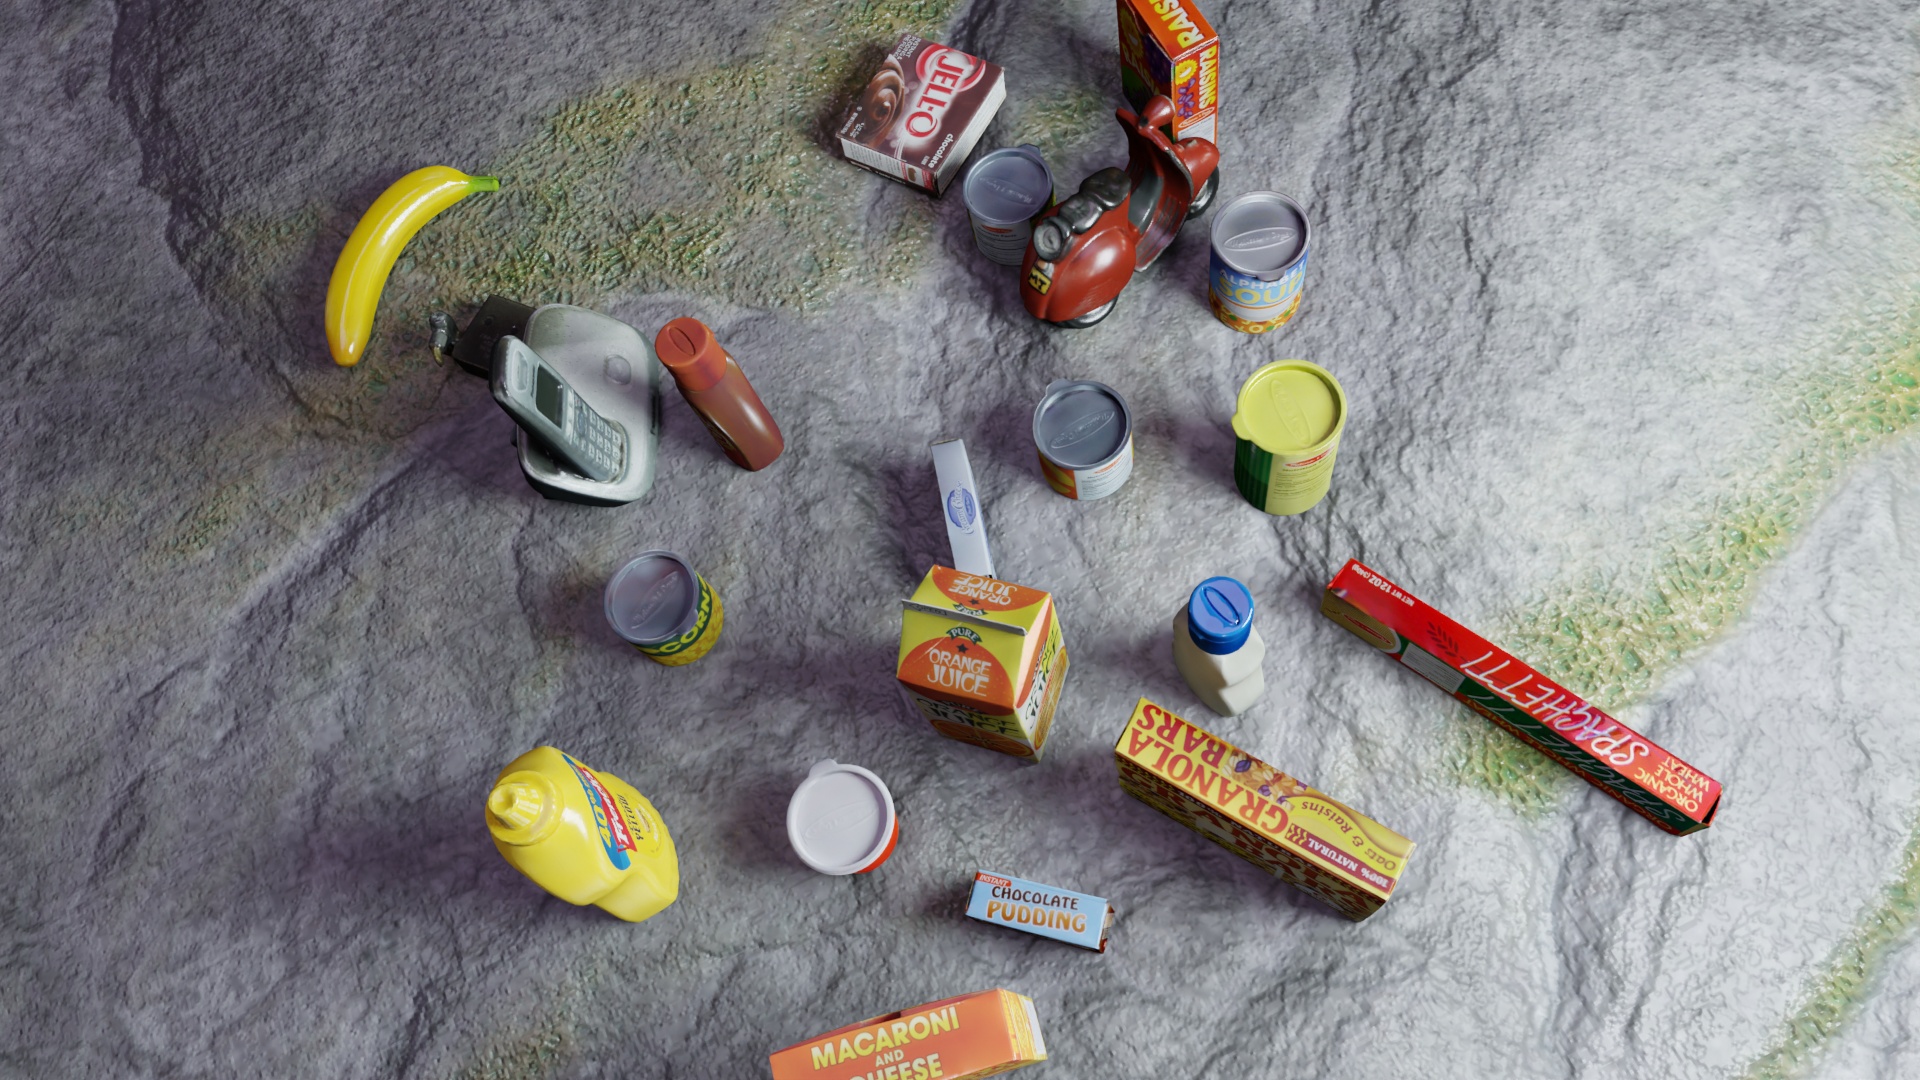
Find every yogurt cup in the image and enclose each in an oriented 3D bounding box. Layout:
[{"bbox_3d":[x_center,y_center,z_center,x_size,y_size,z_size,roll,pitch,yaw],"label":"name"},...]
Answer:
[{"bbox_3d":[-0.071,0.179,0.876,0.072,0.053,0.072,-3,69,8],"label":"yogurt cup"}]

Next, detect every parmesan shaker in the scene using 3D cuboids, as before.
[{"bbox_3d":[0.208,-0.064,0.900,0.071,0.102,0.071,-3,69,8],"label":"parmesan shaker"}]

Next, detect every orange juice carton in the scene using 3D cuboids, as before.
[{"bbox_3d":[0.015,0.072,0.830,0.072,0.192,0.073,14,72,14],"label":"orange juice carton"}]

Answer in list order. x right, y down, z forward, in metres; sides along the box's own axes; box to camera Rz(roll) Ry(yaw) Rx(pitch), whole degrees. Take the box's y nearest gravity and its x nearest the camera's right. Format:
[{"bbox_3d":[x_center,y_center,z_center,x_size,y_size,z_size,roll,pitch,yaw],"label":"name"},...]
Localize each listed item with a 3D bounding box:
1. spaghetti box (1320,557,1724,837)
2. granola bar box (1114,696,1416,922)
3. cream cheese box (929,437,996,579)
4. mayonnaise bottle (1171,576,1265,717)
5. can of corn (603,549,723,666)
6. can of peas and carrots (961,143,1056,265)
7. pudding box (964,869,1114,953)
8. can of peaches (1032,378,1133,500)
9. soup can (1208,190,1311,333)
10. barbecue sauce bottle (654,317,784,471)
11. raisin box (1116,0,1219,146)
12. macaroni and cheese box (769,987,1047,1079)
[{"bbox_3d":[0.336,0.094,0.848,0.250,0.050,0.029,34,78,19],"label":"spaghetti box"},{"bbox_3d":[0.171,0.160,0.808,0.166,0.124,0.039,27,76,18],"label":"granola bar box"},{"bbox_3d":[0.003,-0.012,0.939,0.024,0.053,0.104,-14,68,4],"label":"cream cheese box"},{"bbox_3d":[0.156,0.062,0.836,0.041,0.147,0.065,-38,68,-6],"label":"mayonnaise bottle"},{"bbox_3d":[-0.199,0.048,0.945,0.071,0.058,0.071,-3,69,8],"label":"can of corn"},{"bbox_3d":[0.039,-0.247,1.022,0.071,0.058,0.071,-3,69,8],"label":"can of peas and carrots"},{"bbox_3d":[0.049,0.225,0.842,0.084,0.049,0.030,11,72,13],"label":"pudding box"},{"bbox_3d":[0.084,-0.069,0.946,0.071,0.058,0.071,-3,69,8],"label":"can of peaches"},{"bbox_3d":[0.205,-0.188,0.960,0.071,0.083,0.071,-3,69,8],"label":"soup can"},{"bbox_3d":[-0.166,-0.101,0.949,0.044,0.148,0.065,-40,69,-7],"label":"barbecue sauce bottle"},{"bbox_3d":[0.149,-0.344,1.007,0.040,0.123,0.086,-27,68,-1],"label":"raisin box"},{"bbox_3d":[-0.023,0.284,0.767,0.124,0.166,0.040,-17,68,2],"label":"macaroni and cheese box"}]
